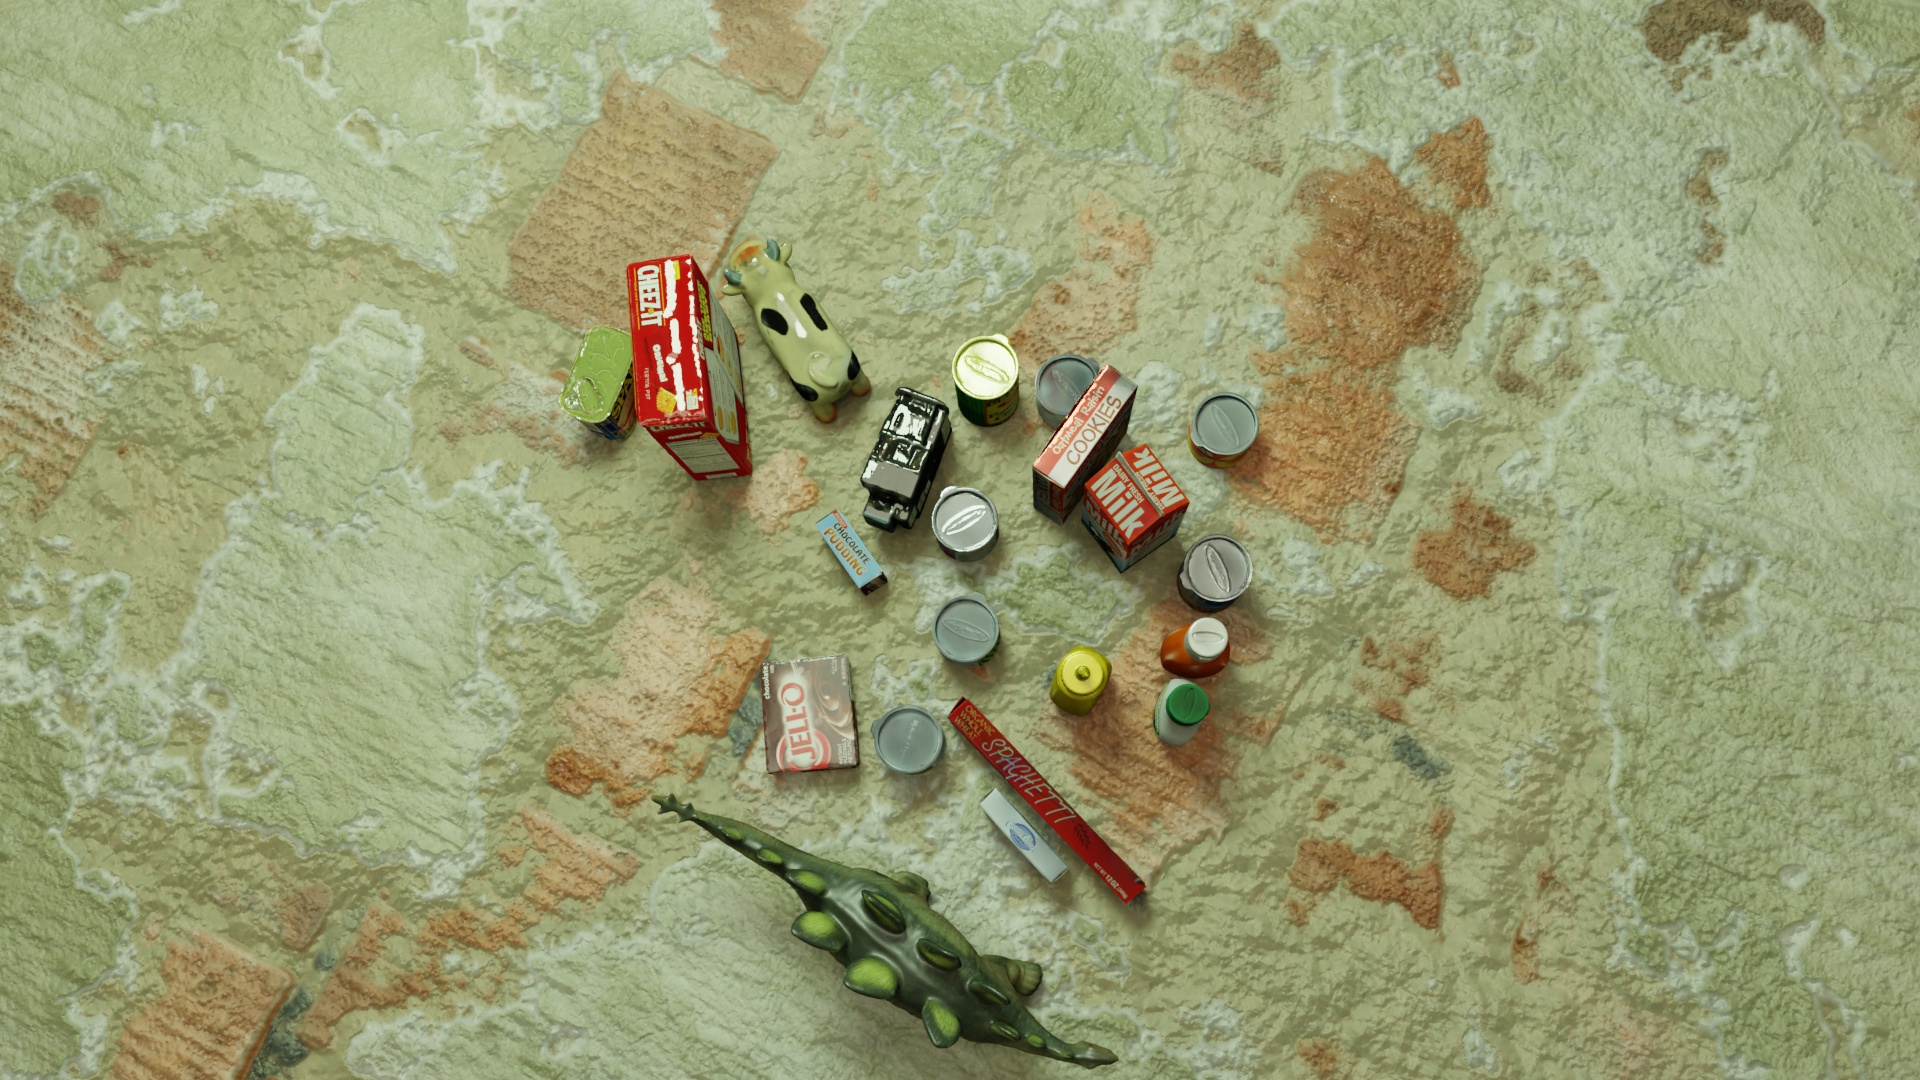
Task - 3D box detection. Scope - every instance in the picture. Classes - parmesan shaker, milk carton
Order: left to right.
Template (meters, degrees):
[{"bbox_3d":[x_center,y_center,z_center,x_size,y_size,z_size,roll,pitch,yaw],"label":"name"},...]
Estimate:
[{"bbox_3d":[0.029,-0.162,1.413,0.071,0.103,0.071,-1,78,3],"label":"parmesan shaker"},{"bbox_3d":[0.166,-0.033,1.333,0.073,0.190,0.072,-34,79,-4],"label":"milk carton"}]

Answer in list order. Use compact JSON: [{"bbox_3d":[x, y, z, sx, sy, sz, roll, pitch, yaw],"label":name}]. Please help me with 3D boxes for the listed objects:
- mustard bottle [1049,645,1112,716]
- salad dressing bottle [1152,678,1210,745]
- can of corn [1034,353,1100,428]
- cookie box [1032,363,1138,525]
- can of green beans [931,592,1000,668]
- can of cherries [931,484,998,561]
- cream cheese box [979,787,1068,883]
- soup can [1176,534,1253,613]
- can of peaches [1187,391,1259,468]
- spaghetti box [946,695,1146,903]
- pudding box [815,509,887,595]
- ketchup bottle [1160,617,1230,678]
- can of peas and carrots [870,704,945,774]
[{"bbox_3d":[0.115,0.129,1.317,0.049,0.160,0.065,28,81,8],"label":"mustard bottle"},{"bbox_3d":[0.209,0.159,1.311,0.044,0.147,0.064,14,80,6],"label":"salad dressing bottle"},{"bbox_3d":[0.112,-0.153,1.430,0.071,0.058,0.071,-1,78,3],"label":"can of corn"},{"bbox_3d":[0.119,-0.090,1.360,0.040,0.167,0.123,34,82,9],"label":"cookie box"},{"bbox_3d":[0.007,0.092,1.383,0.071,0.057,0.071,-1,78,3],"label":"can of green beans"},{"bbox_3d":[0.005,-0.018,1.406,0.071,0.058,0.071,-1,78,3],"label":"can of cherries"},{"bbox_3d":[0.061,0.284,1.341,0.024,0.053,0.104,-43,79,-5],"label":"cream cheese box"},{"bbox_3d":[0.247,0.035,1.369,0.071,0.083,0.071,-1,78,3],"label":"soup can"},{"bbox_3d":[0.264,-0.110,1.412,0.071,0.058,0.071,-1,78,3],"label":"can of peaches"},{"bbox_3d":[0.081,0.251,1.349,0.029,0.050,0.250,-44,79,-6],"label":"spaghetti box"},{"bbox_3d":[-0.110,0.012,1.410,0.030,0.049,0.084,-35,78,-4],"label":"pudding box"},{"bbox_3d":[0.227,0.103,1.322,0.065,0.148,0.043,5,79,4],"label":"ketchup bottle"},{"bbox_3d":[-0.051,0.196,1.363,0.071,0.058,0.071,-1,78,3],"label":"can of peas and carrots"}]
